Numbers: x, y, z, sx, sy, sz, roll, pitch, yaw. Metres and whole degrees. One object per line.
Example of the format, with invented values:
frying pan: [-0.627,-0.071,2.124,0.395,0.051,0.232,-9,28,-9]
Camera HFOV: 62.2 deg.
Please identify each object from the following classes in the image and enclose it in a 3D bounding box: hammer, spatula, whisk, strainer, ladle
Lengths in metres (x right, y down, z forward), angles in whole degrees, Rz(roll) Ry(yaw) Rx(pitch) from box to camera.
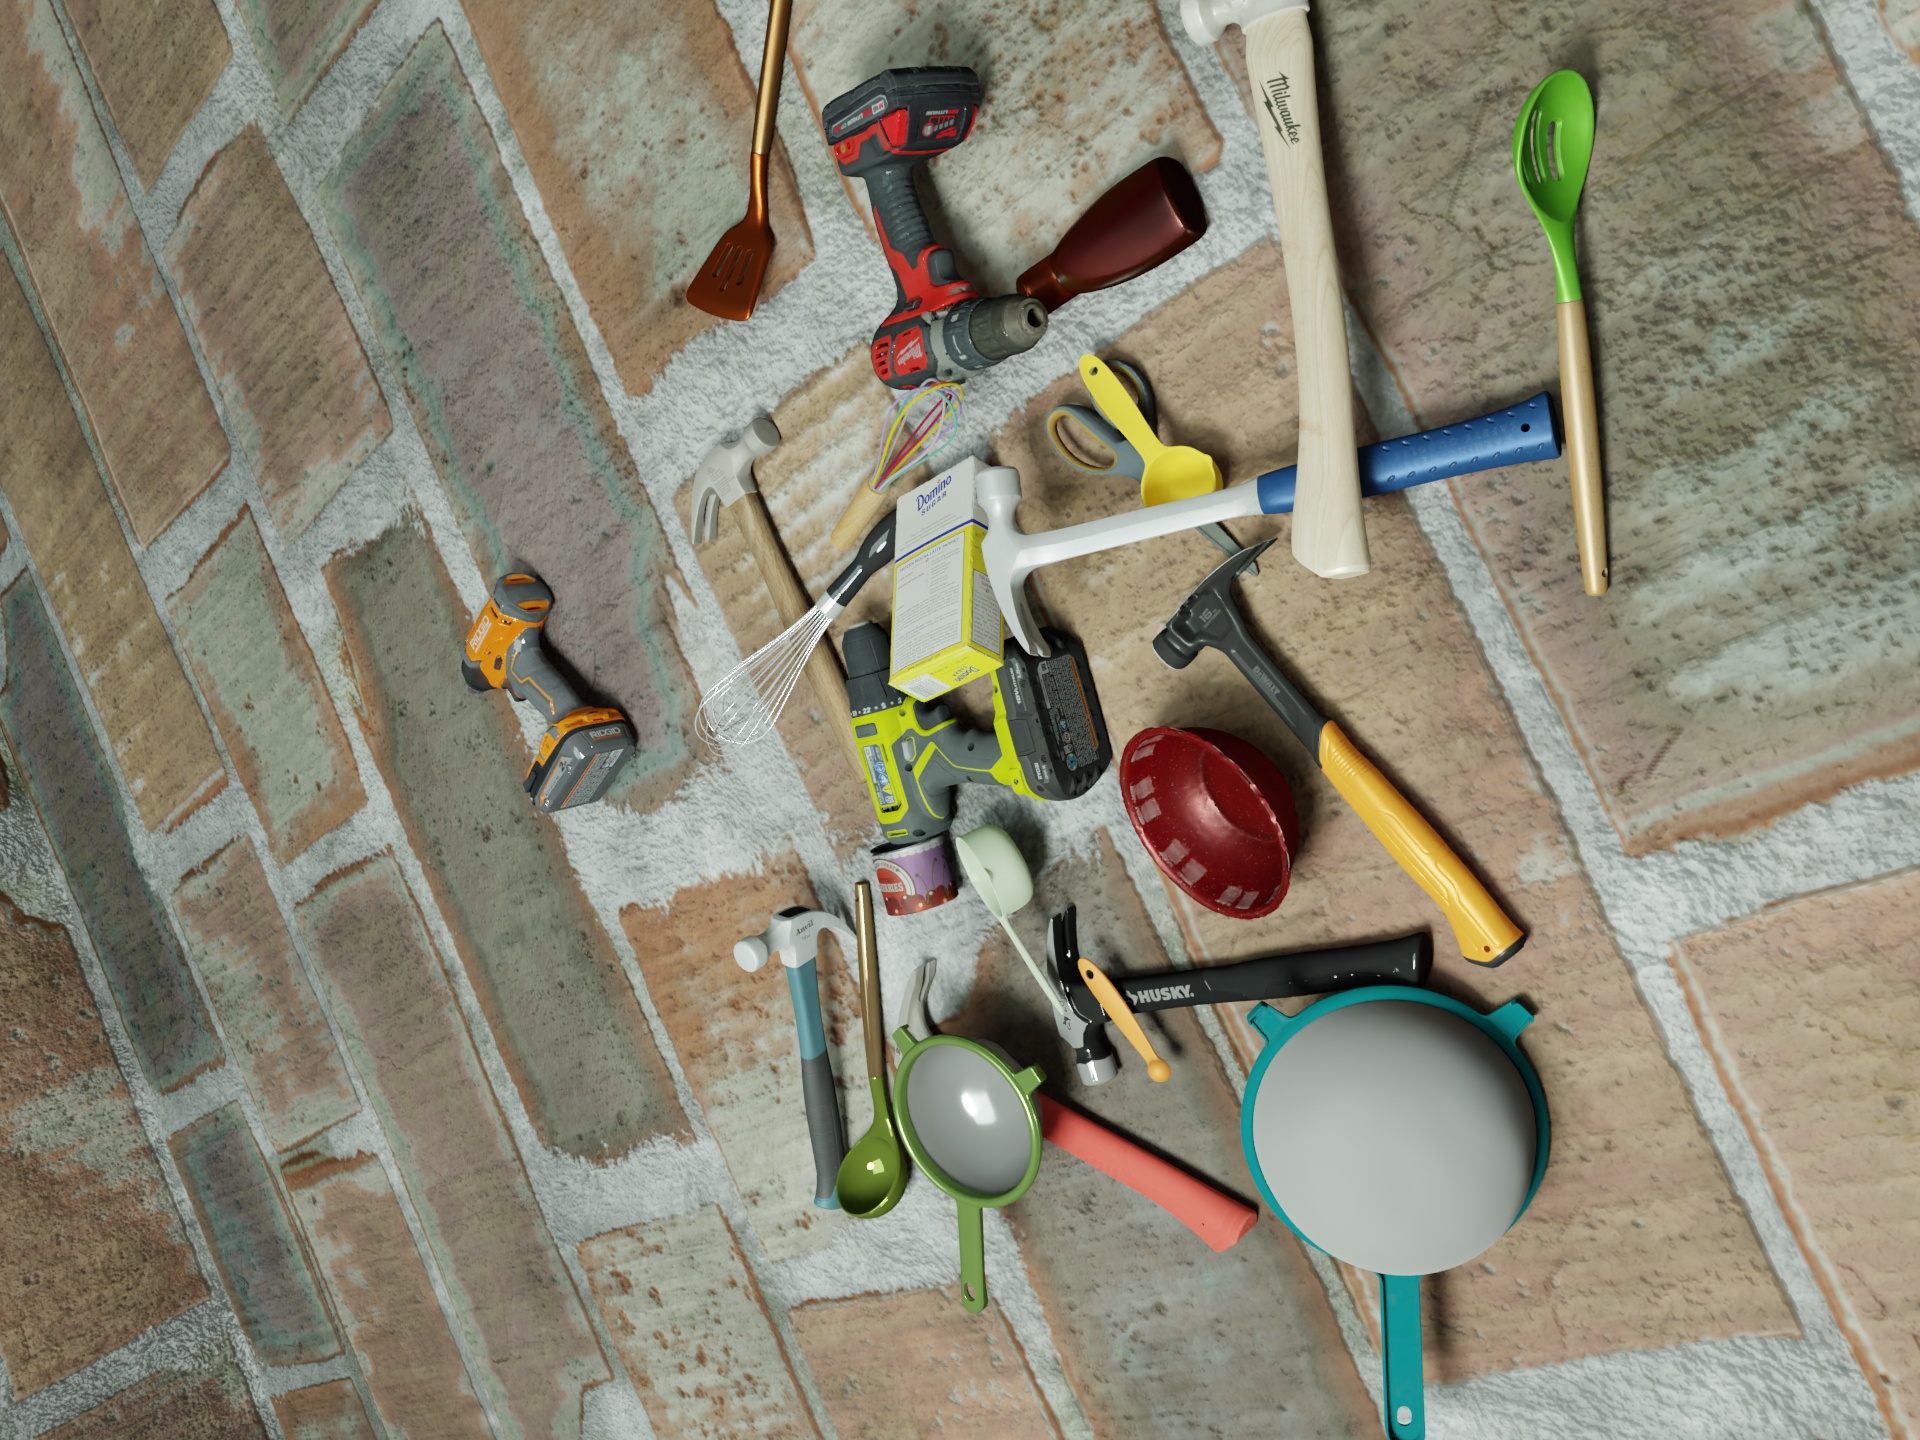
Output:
hammer: [0.196,-0.145,1.087,0.405,0.035,0.144,-11,84,29]
spatula: [-0.170,-0.500,1.328,0.081,0.041,0.322,27,116,31]
whisk: [-0.055,-0.202,1.284,0.051,0.047,0.245,40,148,-3]
hammer: [0.277,0.029,1.119,0.337,0.034,0.127,52,133,14]
strainer: [0.022,0.377,1.352,0.151,0.069,0.256,8,108,35]
whisk: [-0.131,-0.076,1.370,0.284,0.070,0.070,-47,72,17]
ladle: [-0.090,0.308,1.478,0.078,0.062,0.320,7,104,48]
hammer: [-0.137,0.323,1.493,0.033,0.128,0.330,13,119,36]
hammer: [0.232,-0.297,1.020,0.146,0.038,0.411,-9,86,39]
hammer: [0.089,0.339,1.356,0.359,0.036,0.149,22,115,33]
strainer: [0.302,0.358,1.093,0.211,0.095,0.340,-3,96,11]
hammer: [0.205,0.197,1.225,0.335,0.035,0.146,-16,92,40]
hammer: [-0.150,-0.096,1.429,0.130,0.031,0.331,-29,84,39]

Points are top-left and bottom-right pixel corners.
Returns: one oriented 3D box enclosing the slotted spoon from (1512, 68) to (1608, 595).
slotted spoon: [0.372,-0.229,0.969,0.031,0.070,0.313,10,115,57]

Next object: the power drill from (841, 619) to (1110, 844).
power drill: [-0.002,-0.004,1.309,0.228,0.080,0.190,-12,96,43]

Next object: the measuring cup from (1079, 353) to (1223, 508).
measuring cup: [0.136,-0.207,1.160,0.062,0.029,0.157,-41,70,23]

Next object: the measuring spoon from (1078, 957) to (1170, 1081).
measuring spoon: [0.128,0.239,1.268,0.117,0.011,0.021,54,128,12]

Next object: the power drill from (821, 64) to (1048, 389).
power drill: [-0.015,-0.367,1.195,0.188,0.080,0.226,4,108,55]

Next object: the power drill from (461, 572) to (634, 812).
power drill: [-0.443,-0.019,1.654,0.227,0.084,0.164,55,129,18]

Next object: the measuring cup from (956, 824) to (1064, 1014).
measuring cup: [0.053,0.160,1.300,0.167,0.038,0.083,59,168,4]
